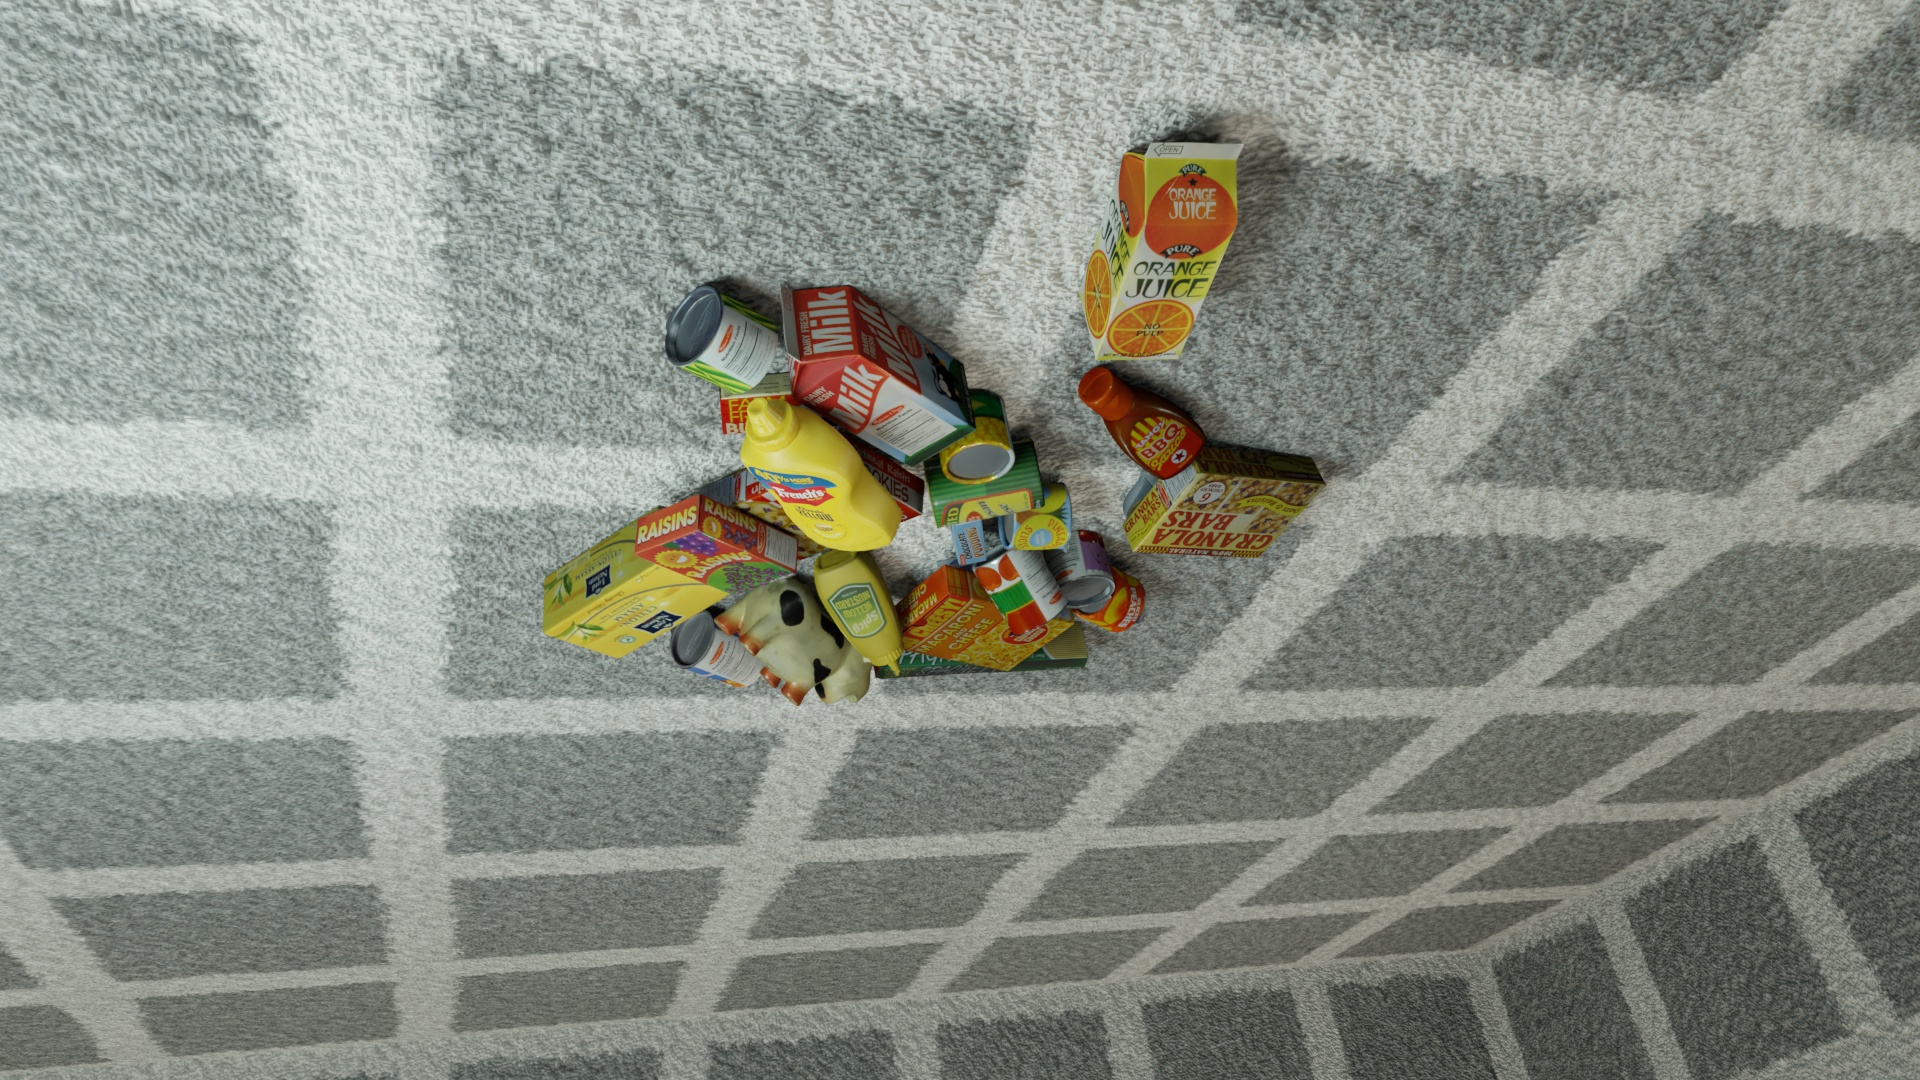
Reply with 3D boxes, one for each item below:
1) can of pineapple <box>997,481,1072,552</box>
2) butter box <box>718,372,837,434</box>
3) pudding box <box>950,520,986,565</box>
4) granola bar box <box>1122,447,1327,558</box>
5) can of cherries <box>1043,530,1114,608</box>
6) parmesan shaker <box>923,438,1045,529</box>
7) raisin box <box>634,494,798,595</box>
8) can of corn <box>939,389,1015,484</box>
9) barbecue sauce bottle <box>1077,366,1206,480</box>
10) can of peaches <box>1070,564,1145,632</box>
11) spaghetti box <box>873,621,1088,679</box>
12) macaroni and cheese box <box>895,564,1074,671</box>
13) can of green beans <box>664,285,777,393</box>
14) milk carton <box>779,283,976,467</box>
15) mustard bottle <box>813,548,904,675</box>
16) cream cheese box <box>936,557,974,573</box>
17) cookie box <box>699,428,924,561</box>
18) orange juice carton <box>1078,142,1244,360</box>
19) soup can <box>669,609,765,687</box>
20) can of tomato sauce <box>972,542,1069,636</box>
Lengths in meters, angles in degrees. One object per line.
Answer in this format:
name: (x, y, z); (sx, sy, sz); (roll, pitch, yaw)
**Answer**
can of pineapple: (0.072, -0.022, 1.345); (0.058, 0.071, 0.070); (-2, 148, -13)
butter box: (-0.150, -0.117, 1.169); (0.103, 0.024, 0.052); (-5, 148, -8)
pudding box: (0.005, -0.017, 1.353); (0.030, 0.050, 0.083); (-11, 149, -1)
granola bar box: (0.262, -0.036, 1.384); (0.166, 0.039, 0.123); (3, 140, -31)
can of cherries: (0.125, 0.031, 1.460); (0.071, 0.058, 0.071); (-8, 148, -5)
parmesan shaker: (0.022, -0.053, 1.280); (0.103, 0.071, 0.071); (-11, 149, 2)
raisin box: (-0.220, 0.005, 1.258); (0.086, 0.040, 0.123); (-18, 151, 34)
can of corn: (0.009, -0.090, 1.225); (0.071, 0.058, 0.070); (-8, 149, -5)
barbecue sauce bottle: (0.160, -0.109, 1.250); (0.064, 0.044, 0.148); (-45, 137, 14)
can of peaches: (0.160, 0.062, 1.509); (0.071, 0.071, 0.058); (-30, 143, 29)
spaghetti box: (0.023, 0.126, 1.595); (0.250, 0.050, 0.028); (-2, 146, -13)
macaroni and cheese box: (0.019, 0.086, 1.486); (0.166, 0.040, 0.123); (14, 142, -33)
can of green beans: (-0.182, -0.152, 1.059); (0.071, 0.071, 0.058); (-30, 144, 30)
milk carton: (-0.076, -0.136, 1.112); (0.073, 0.072, 0.190); (-28, 146, 27)
mustard bottle: (-0.093, 0.079, 1.421); (0.065, 0.049, 0.159); (-23, 118, 8)
cream cheese box: (0.010, 0.051, 1.491); (0.053, 0.024, 0.103); (-13, 149, 4)
cookie box: (-0.136, -0.038, 1.269); (0.167, 0.040, 0.123); (-20, 148, 32)
orange juice carton: (0.149, -0.222, 1.034); (0.072, 0.073, 0.191); (-3, 148, -12)
soup can: (-0.258, 0.114, 1.481); (0.071, 0.071, 0.083); (-27, 146, 26)
can of tomato sauce: (0.059, 0.045, 1.406); (0.071, 0.083, 0.071); (-32, -172, 5)
